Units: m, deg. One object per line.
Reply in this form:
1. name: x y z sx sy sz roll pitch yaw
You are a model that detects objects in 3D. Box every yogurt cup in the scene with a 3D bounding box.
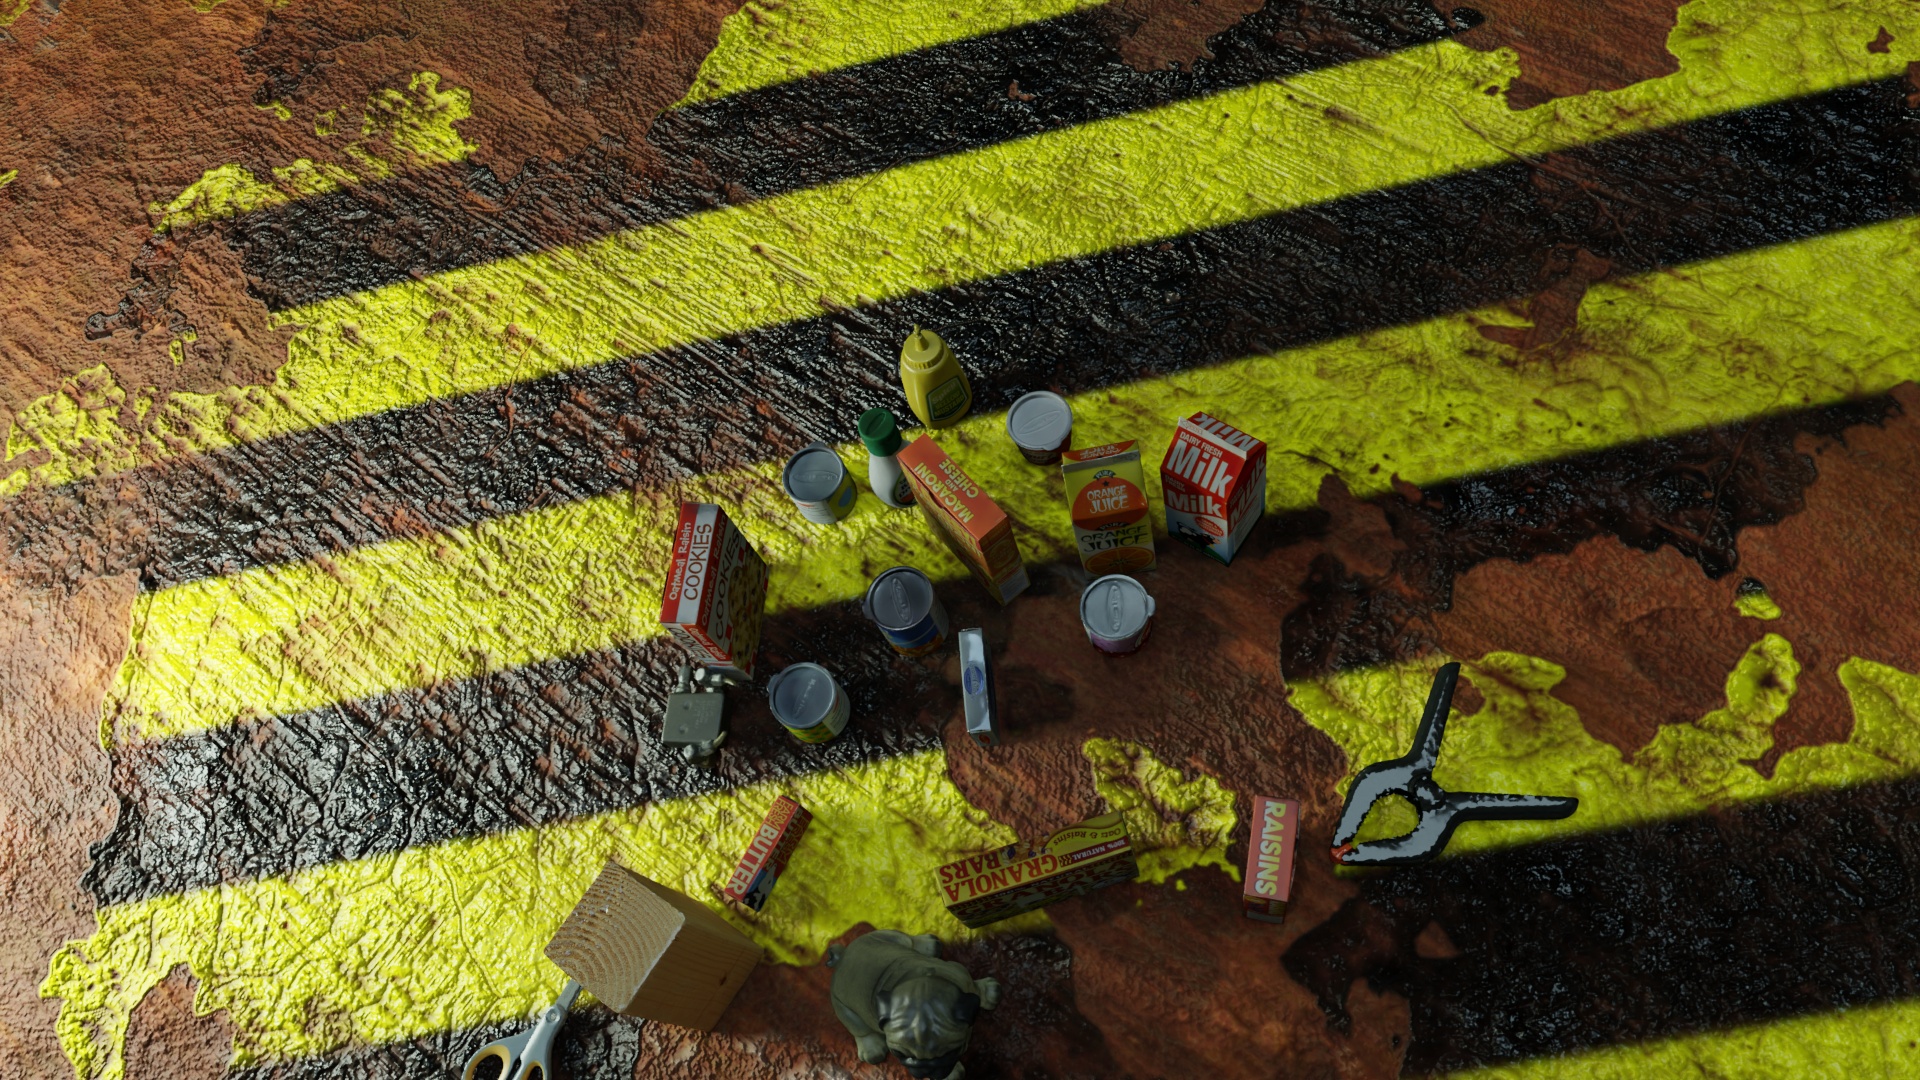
1. yogurt cup: 0.084 -0.113 1.431 0.072 0.053 0.072 -4 65 9

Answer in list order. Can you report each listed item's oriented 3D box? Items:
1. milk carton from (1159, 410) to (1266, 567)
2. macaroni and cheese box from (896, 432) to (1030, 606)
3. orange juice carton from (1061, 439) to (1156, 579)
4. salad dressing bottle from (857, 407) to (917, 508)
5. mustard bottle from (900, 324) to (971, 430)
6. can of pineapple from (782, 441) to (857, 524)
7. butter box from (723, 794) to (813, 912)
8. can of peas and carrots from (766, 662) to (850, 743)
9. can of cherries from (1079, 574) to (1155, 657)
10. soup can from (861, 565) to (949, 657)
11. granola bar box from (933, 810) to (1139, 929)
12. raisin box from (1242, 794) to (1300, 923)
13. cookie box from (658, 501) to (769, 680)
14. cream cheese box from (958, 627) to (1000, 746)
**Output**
1. milk carton: 0.238 -0.055 1.299 0.072 0.190 0.073 30 75 22
2. macaroni and cheese box: 0.005 -0.017 1.340 0.040 0.166 0.124 -40 65 -8
3. orange juice carton: 0.140 -0.035 1.308 0.072 0.192 0.073 -10 65 7
4. salad dressing bottle: -0.069 -0.083 1.395 0.044 0.147 0.064 32 76 22
5. mustard bottle: -0.030 -0.172 1.421 0.065 0.159 0.049 -35 65 -5
6. can of pineapple: -0.145 -0.059 1.448 0.071 0.057 0.071 -4 65 9
7. butter box: -0.179 0.292 1.298 0.024 0.053 0.104 24 72 20
8. can of peas and carrots: -0.148 0.158 1.350 0.071 0.058 0.071 -4 65 9
9. can of cherries: 0.153 0.074 1.331 0.071 0.058 0.072 -4 65 9
10. soup can: -0.053 0.071 1.357 0.071 0.083 0.071 -4 66 9
11. granola bar box: 0.071 0.290 1.212 0.165 0.123 0.039 -18 64 3
12. raisin box: 0.264 0.273 1.183 0.040 0.123 0.086 7 68 14
13. cookie box: -0.237 0.052 1.355 0.040 0.167 0.123 1 67 12
14. cream cheese box: 0.018 0.141 1.329 0.024 0.053 0.104 -9 65 7
